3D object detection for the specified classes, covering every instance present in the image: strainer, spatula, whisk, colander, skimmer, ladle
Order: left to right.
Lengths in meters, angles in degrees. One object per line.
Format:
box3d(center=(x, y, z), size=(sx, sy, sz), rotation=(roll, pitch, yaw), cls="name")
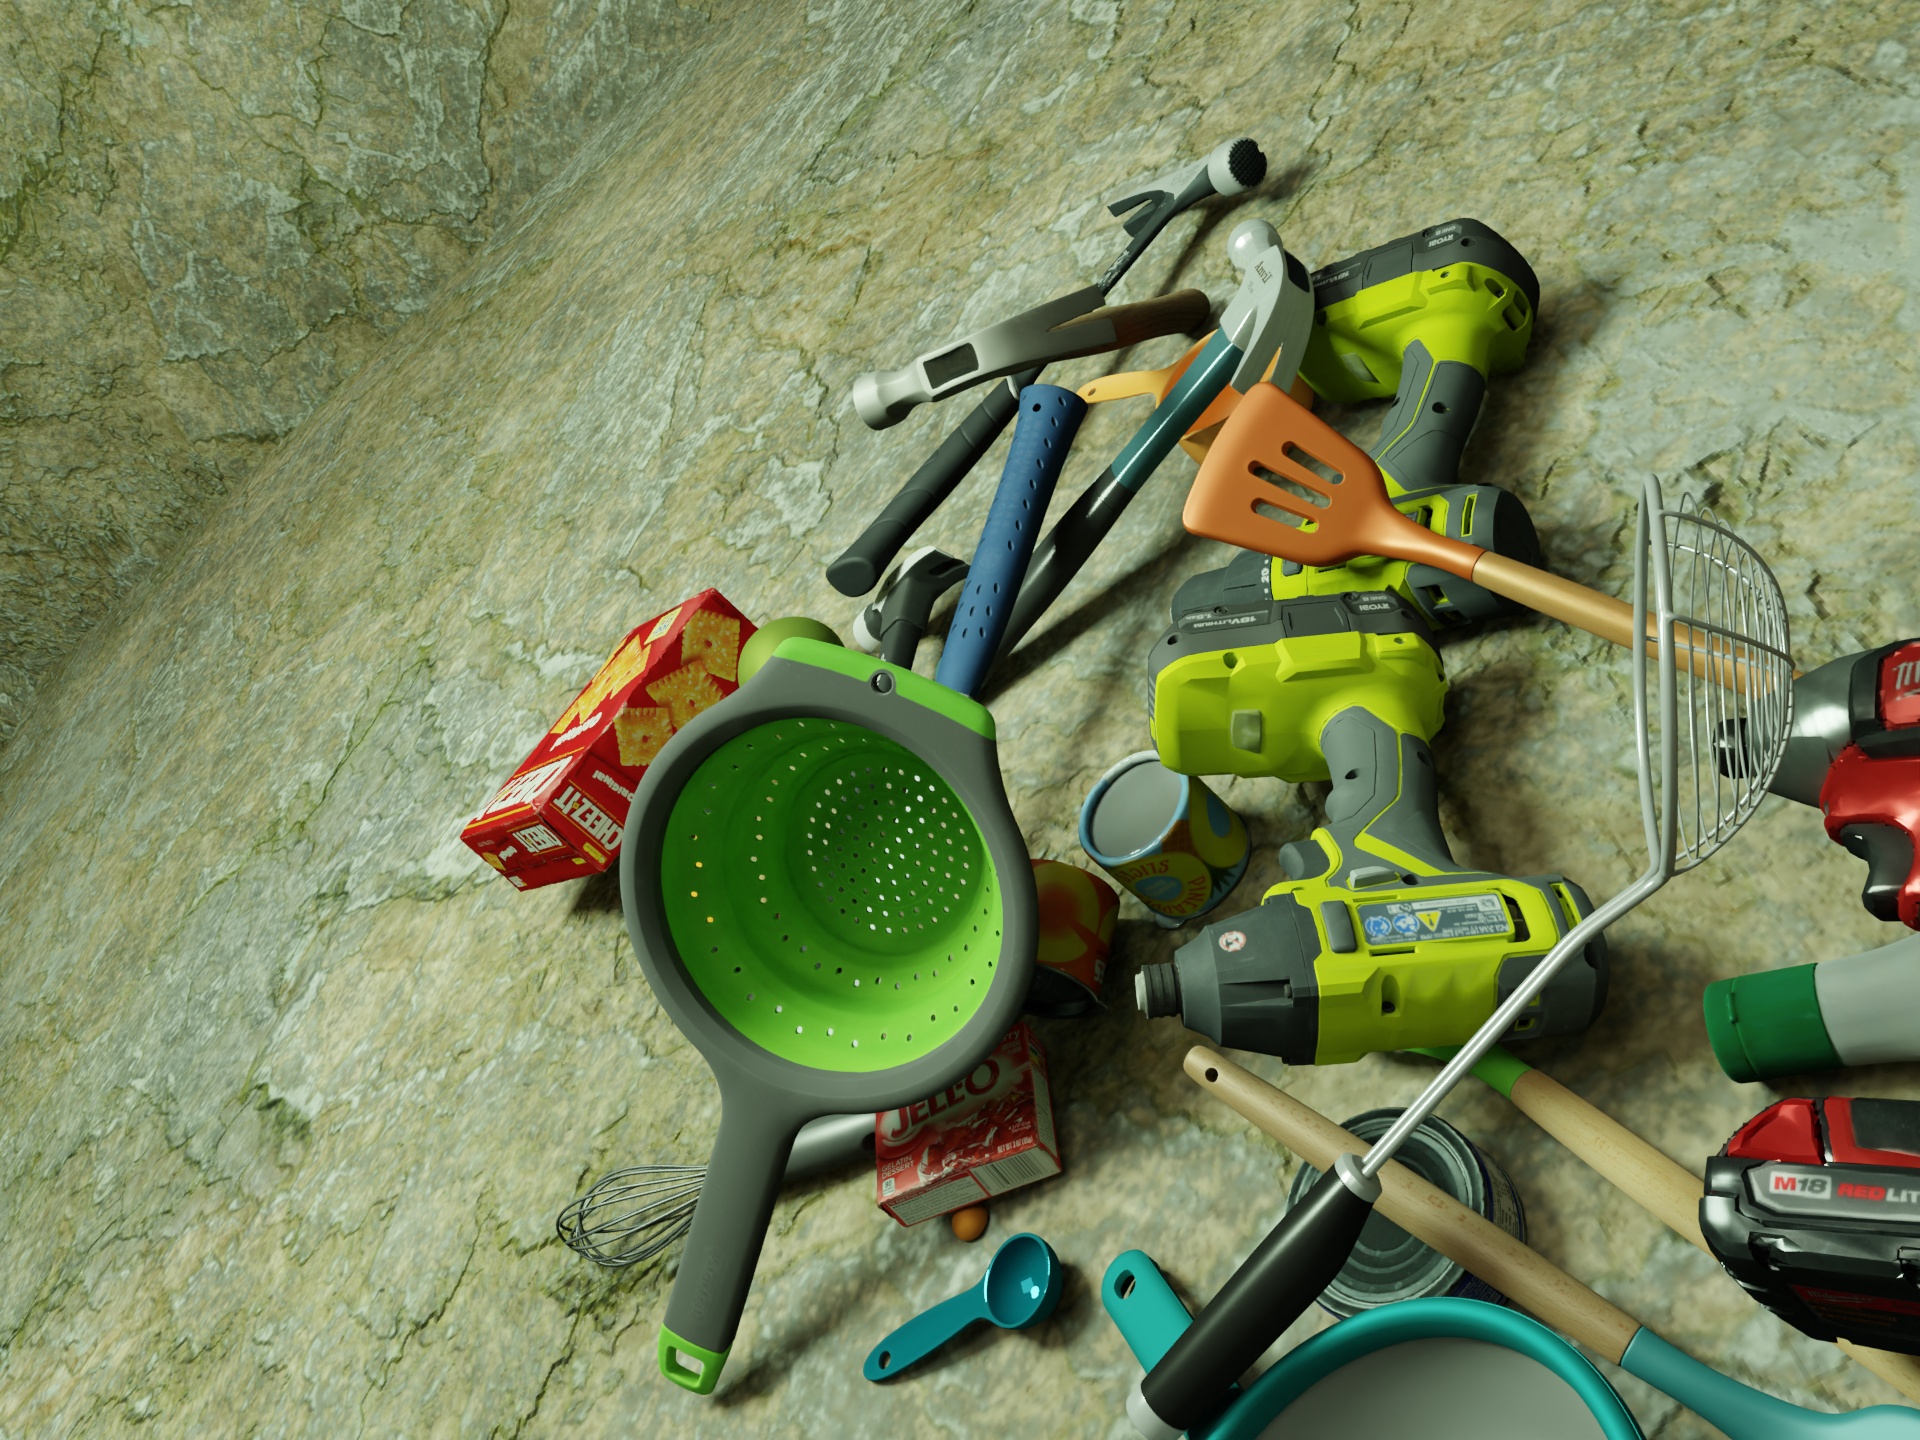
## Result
box3d(center=(-0.128, 0.253, 0.872), size=(0.239, 0.055, 0.055), rotation=(-25, 41, 24), cls="whisk")
box3d(center=(-0.109, 0.027, 0.990), size=(0.078, 0.062, 0.320), rotation=(-22, 32, 10), cls="ladle")
box3d(center=(-0.074, 0.149, 0.783), size=(0.094, 0.204, 0.397), rotation=(-33, -38, -69), cls="colander")
box3d(center=(0.132, 0.282, 0.533), size=(0.211, 0.095, 0.340), rotation=(-52, 14, -2), cls="strainer")
box3d(center=(0.150, 0.090, 0.537), size=(0.090, 0.127, 0.363), rotation=(40, 103, 15), cls="skimmer")
box3d(center=(0.241, -0.060, 0.680), size=(0.323, 0.041, 0.081), rotation=(31, 94, 37), cls="spatula")
box3d(center=(0.197, 0.191, 0.528), size=(0.318, 0.044, 0.082), rotation=(28, 92, 38), cls="spatula")

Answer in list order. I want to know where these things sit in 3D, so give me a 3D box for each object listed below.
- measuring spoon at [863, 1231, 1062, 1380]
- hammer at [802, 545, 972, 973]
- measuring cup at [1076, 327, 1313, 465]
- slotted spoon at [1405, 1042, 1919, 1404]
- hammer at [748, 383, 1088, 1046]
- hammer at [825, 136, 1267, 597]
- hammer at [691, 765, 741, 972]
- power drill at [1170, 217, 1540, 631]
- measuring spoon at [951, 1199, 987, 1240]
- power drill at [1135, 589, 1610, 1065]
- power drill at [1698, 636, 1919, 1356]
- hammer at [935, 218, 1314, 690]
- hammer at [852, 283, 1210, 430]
box3d(center=(0.003, 0.277, 0.732), size=(0.128, 0.021, 0.042), rotation=(-41, 34, 29), cls="measuring spoon")
box3d(center=(-0.058, 0.043, 0.970), size=(0.146, 0.035, 0.335), rotation=(-40, 33, 56), cls="hammer")
box3d(center=(0.142, -0.195, 0.987), size=(0.174, 0.052, 0.095), rotation=(9, 65, 53), cls="measuring cup")
box3d(center=(0.227, 0.151, 0.588), size=(0.070, 0.031, 0.314), rotation=(-36, 35, -12), cls="slotted spoon")
box3d(center=(-0.001, -0.003, 0.884), size=(0.144, 0.035, 0.406), rotation=(8, 72, 36), cls="hammer")
box3d(center=(0.046, -0.242, 1.092), size=(0.409, 0.036, 0.149), rotation=(-50, 23, -13), cls="hammer")
box3d(center=(-0.161, 0.085, 1.008), size=(0.127, 0.034, 0.337), rotation=(-42, 22, 11), cls="hammer")
box3d(center=(0.210, -0.138, 0.837), size=(0.190, 0.080, 0.229), rotation=(-10, 53, 43), cls="power drill")
box3d(center=(-0.002, 0.207, 0.801), size=(0.021, 0.011, 0.117), rotation=(-33, 38, 22), cls="measuring spoon")
box3d(center=(0.150, 0.043, 0.672), size=(0.171, 0.080, 0.223), rotation=(-5, 39, 2), cls="power drill")
box3d(center=(0.293, 0.070, 0.476), size=(0.143, 0.078, 0.220), rotation=(-8, 52, 44), cls="power drill")
box3d(center=(0.087, -0.132, 0.929), size=(0.331, 0.033, 0.128), rotation=(-50, 27, 28), cls="hammer")
box3d(center=(0.076, -0.229, 0.941), size=(0.130, 0.031, 0.331), rotation=(-15, 10, 34), cls="hammer")
